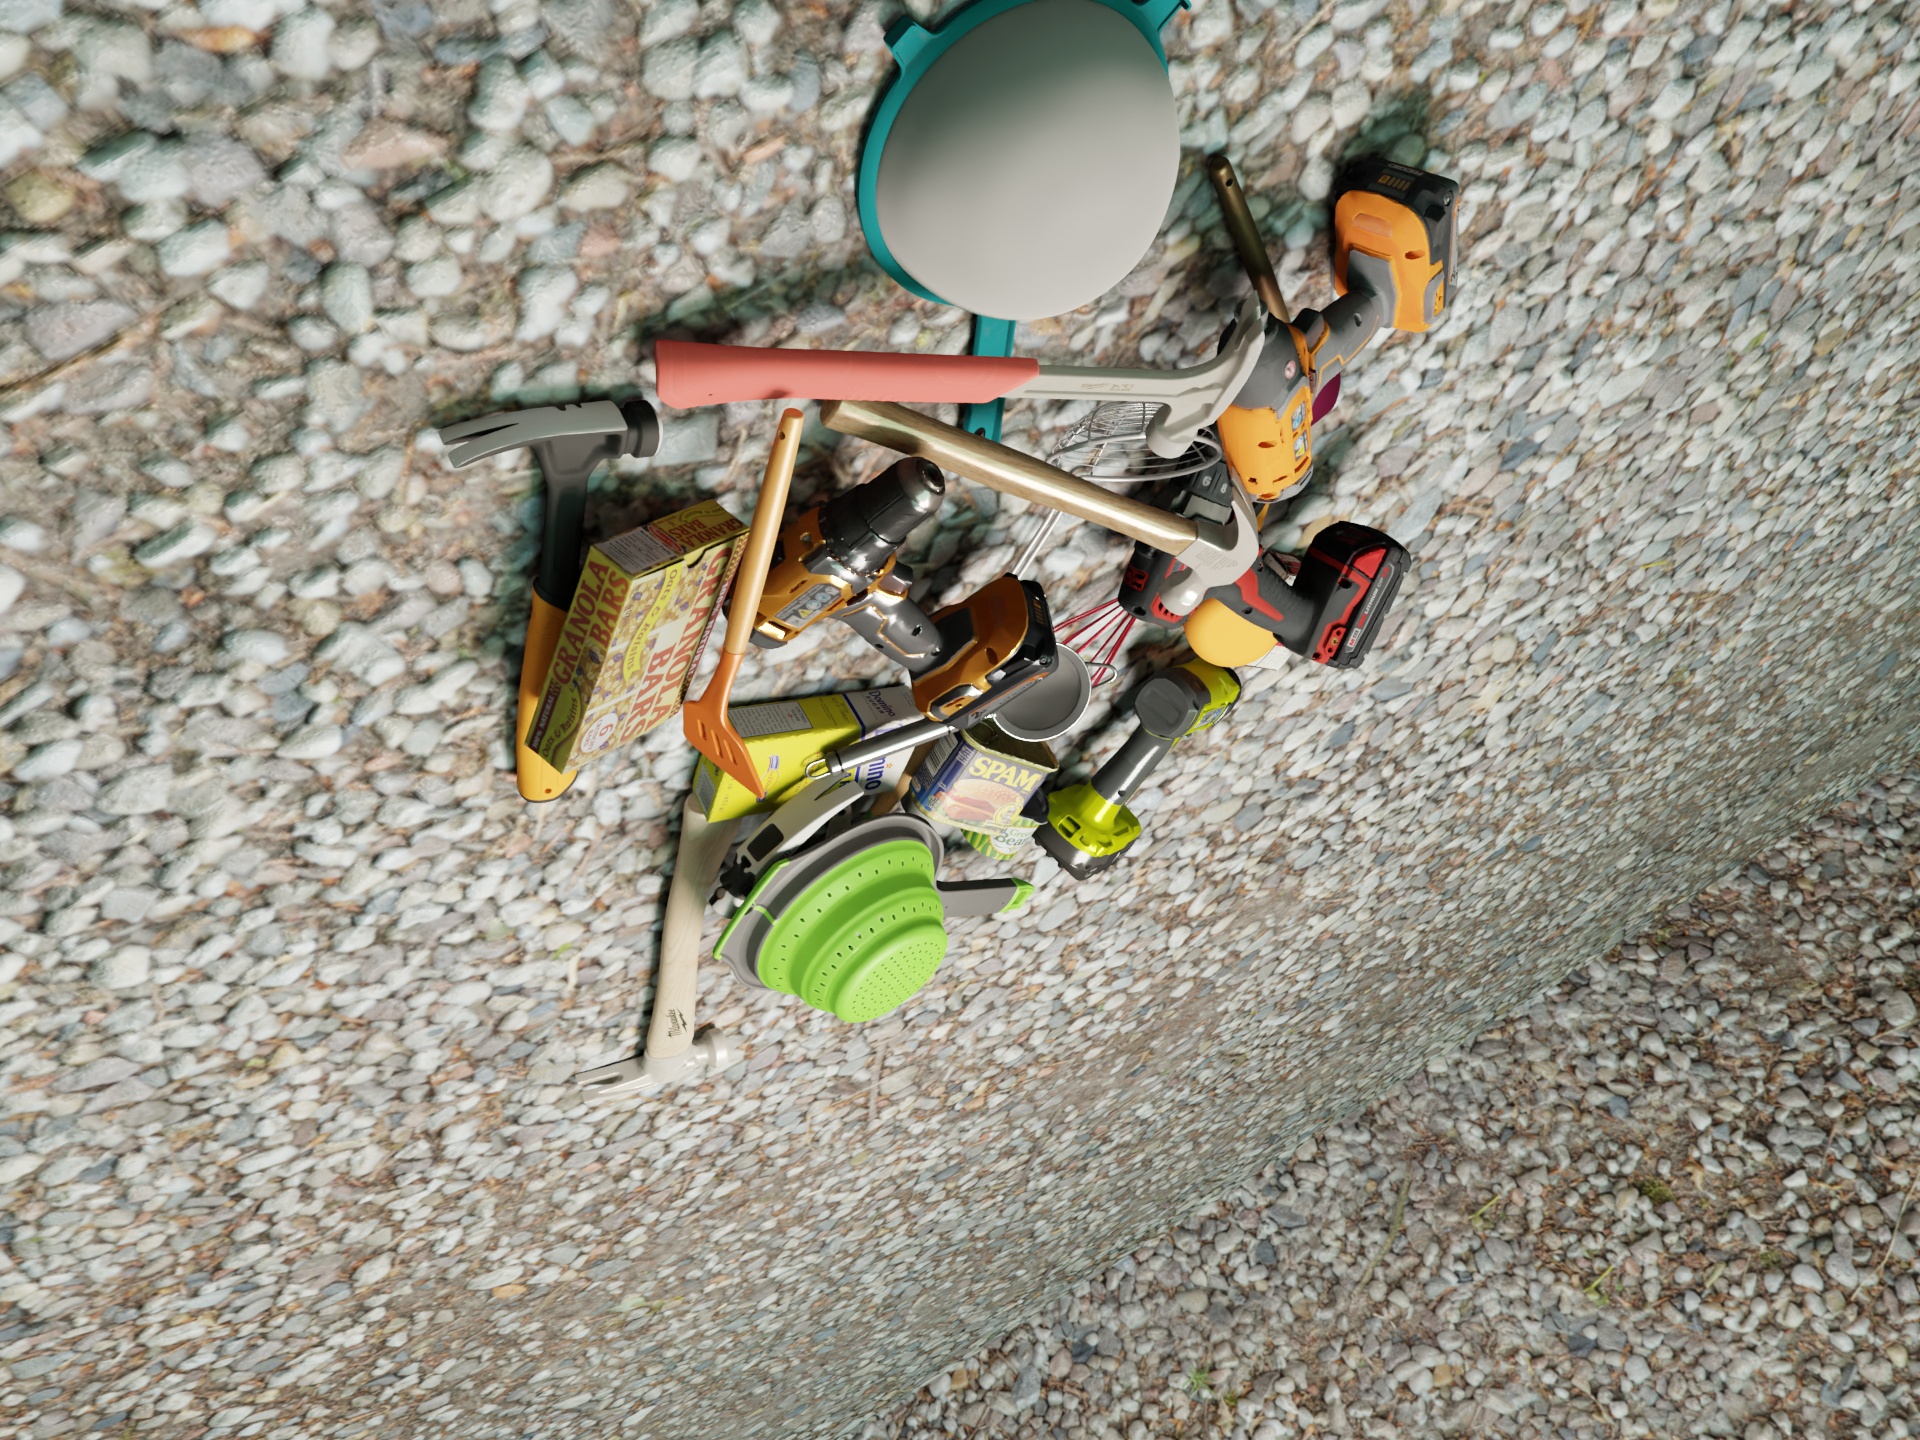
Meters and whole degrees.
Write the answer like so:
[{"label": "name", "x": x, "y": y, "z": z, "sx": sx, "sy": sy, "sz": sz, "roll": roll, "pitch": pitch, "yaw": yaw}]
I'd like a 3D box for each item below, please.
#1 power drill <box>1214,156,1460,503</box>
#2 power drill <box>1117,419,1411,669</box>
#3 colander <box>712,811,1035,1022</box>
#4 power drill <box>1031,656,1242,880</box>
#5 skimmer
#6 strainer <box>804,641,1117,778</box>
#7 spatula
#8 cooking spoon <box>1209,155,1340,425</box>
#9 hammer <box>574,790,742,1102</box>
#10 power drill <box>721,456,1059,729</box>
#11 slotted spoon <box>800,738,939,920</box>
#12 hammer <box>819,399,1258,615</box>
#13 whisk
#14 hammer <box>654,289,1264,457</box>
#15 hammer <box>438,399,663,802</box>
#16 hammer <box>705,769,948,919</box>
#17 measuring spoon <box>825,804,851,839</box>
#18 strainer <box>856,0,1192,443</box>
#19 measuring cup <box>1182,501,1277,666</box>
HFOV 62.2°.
[{"label": "power drill", "x": 0.251, "y": -0.278, "z": 1.086, "sx": 0.226, "sy": 0.084, "sz": 0.164, "roll": -51, "pitch": 149, "yaw": -16}, {"label": "power drill", "x": 0.249, "y": -0.146, "z": 1.276, "sx": 0.226, "sy": 0.080, "sz": 0.188, "roll": 14, "pitch": 106, "yaw": -28}, {"label": "colander", "x": -0.031, "y": 0.183, "z": 1.371, "sx": 0.396, "sy": 0.095, "sz": 0.204, "roll": 5, "pitch": 127, "yaw": -54}, {"label": "power drill", "x": 0.172, "y": 0.038, "z": 1.490, "sx": 0.223, "sy": 0.080, "sz": 0.171, "roll": -53, "pitch": 162, "yaw": 24}, {"label": "skimmer", "x": 0.061, "y": -0.100, "z": 1.218, "sx": 0.127, "sy": 0.090, "sz": 0.363, "roll": 2, "pitch": 134, "yaw": -42}, {"label": "strainer", "x": -0.002, "y": -0.004, "z": 1.259, "sx": 0.258, "sy": 0.050, "sz": 0.086, "roll": -20, "pitch": 114, "yaw": -11}, {"label": "spatula", "x": -0.139, "y": -0.070, "z": 1.052, "sx": 0.041, "sy": 0.081, "sz": 0.322, "roll": -35, "pitch": 154, "yaw": -45}, {"label": "cooking spoon", "x": 0.229, "y": -0.302, "z": 1.164, "sx": 0.069, "sy": 0.017, "sz": 0.318, "roll": -38, "pitch": 147, "yaw": 6}, {"label": "hammer", "x": -0.256, "y": 0.206, "z": 1.402, "sx": 0.146, "sy": 0.038, "sz": 0.410, "roll": -12, "pitch": 141, "yaw": -27}, {"label": "power drill", "x": -0.028, "y": -0.090, "z": 1.116, "sx": 0.185, "sy": 0.084, "sz": 0.226, "roll": -34, "pitch": 139, "yaw": 32}, {"label": "slotted spoon", "x": -0.057, "y": 0.062, "z": 1.374, "sx": 0.070, "sy": 0.031, "sz": 0.313, "roll": 10, "pitch": 123, "yaw": -53}, {"label": "hammer", "x": 0.062, "y": -0.161, "z": 1.083, "sx": 0.331, "sy": 0.031, "sz": 0.130, "roll": 17, "pitch": 145, "yaw": -24}, {"label": "whisk", "x": 0.141, "y": -0.095, "z": 1.324, "sx": 0.296, "sy": 0.073, "sz": 0.073, "roll": -42, "pitch": 146, "yaw": 4}, {"label": "hammer", "x": -0.002, "y": -0.212, "z": 0.963, "sx": 0.359, "sy": 0.037, "sz": 0.149, "roll": -1, "pitch": 159, "yaw": -14}, {"label": "hammer", "x": -0.274, "y": -0.062, "z": 1.039, "sx": 0.127, "sy": 0.034, "sz": 0.336, "roll": -13, "pitch": 142, "yaw": -29}, {"label": "hammer", "x": -0.078, "y": 0.129, "z": 1.374, "sx": 0.146, "sy": 0.035, "sz": 0.334, "roll": -47, "pitch": 152, "yaw": 8}, {"label": "measuring spoon", "x": -0.116, "y": 0.114, "z": 1.423, "sx": 0.034, "sy": 0.018, "sz": 0.124, "roll": -3, "pitch": 131, "yaw": -24}, {"label": "strainer", "x": 0.046, "y": -0.270, "z": 0.980, "sx": 0.211, "sy": 0.095, "sz": 0.340, "roll": -18, "pitch": 143, "yaw": -22}, {"label": "measuring cup", "x": 0.243, "y": -0.122, "z": 1.359, "sx": 0.095, "sy": 0.052, "sz": 0.173, "roll": 4, "pitch": 128, "yaw": -8}]
